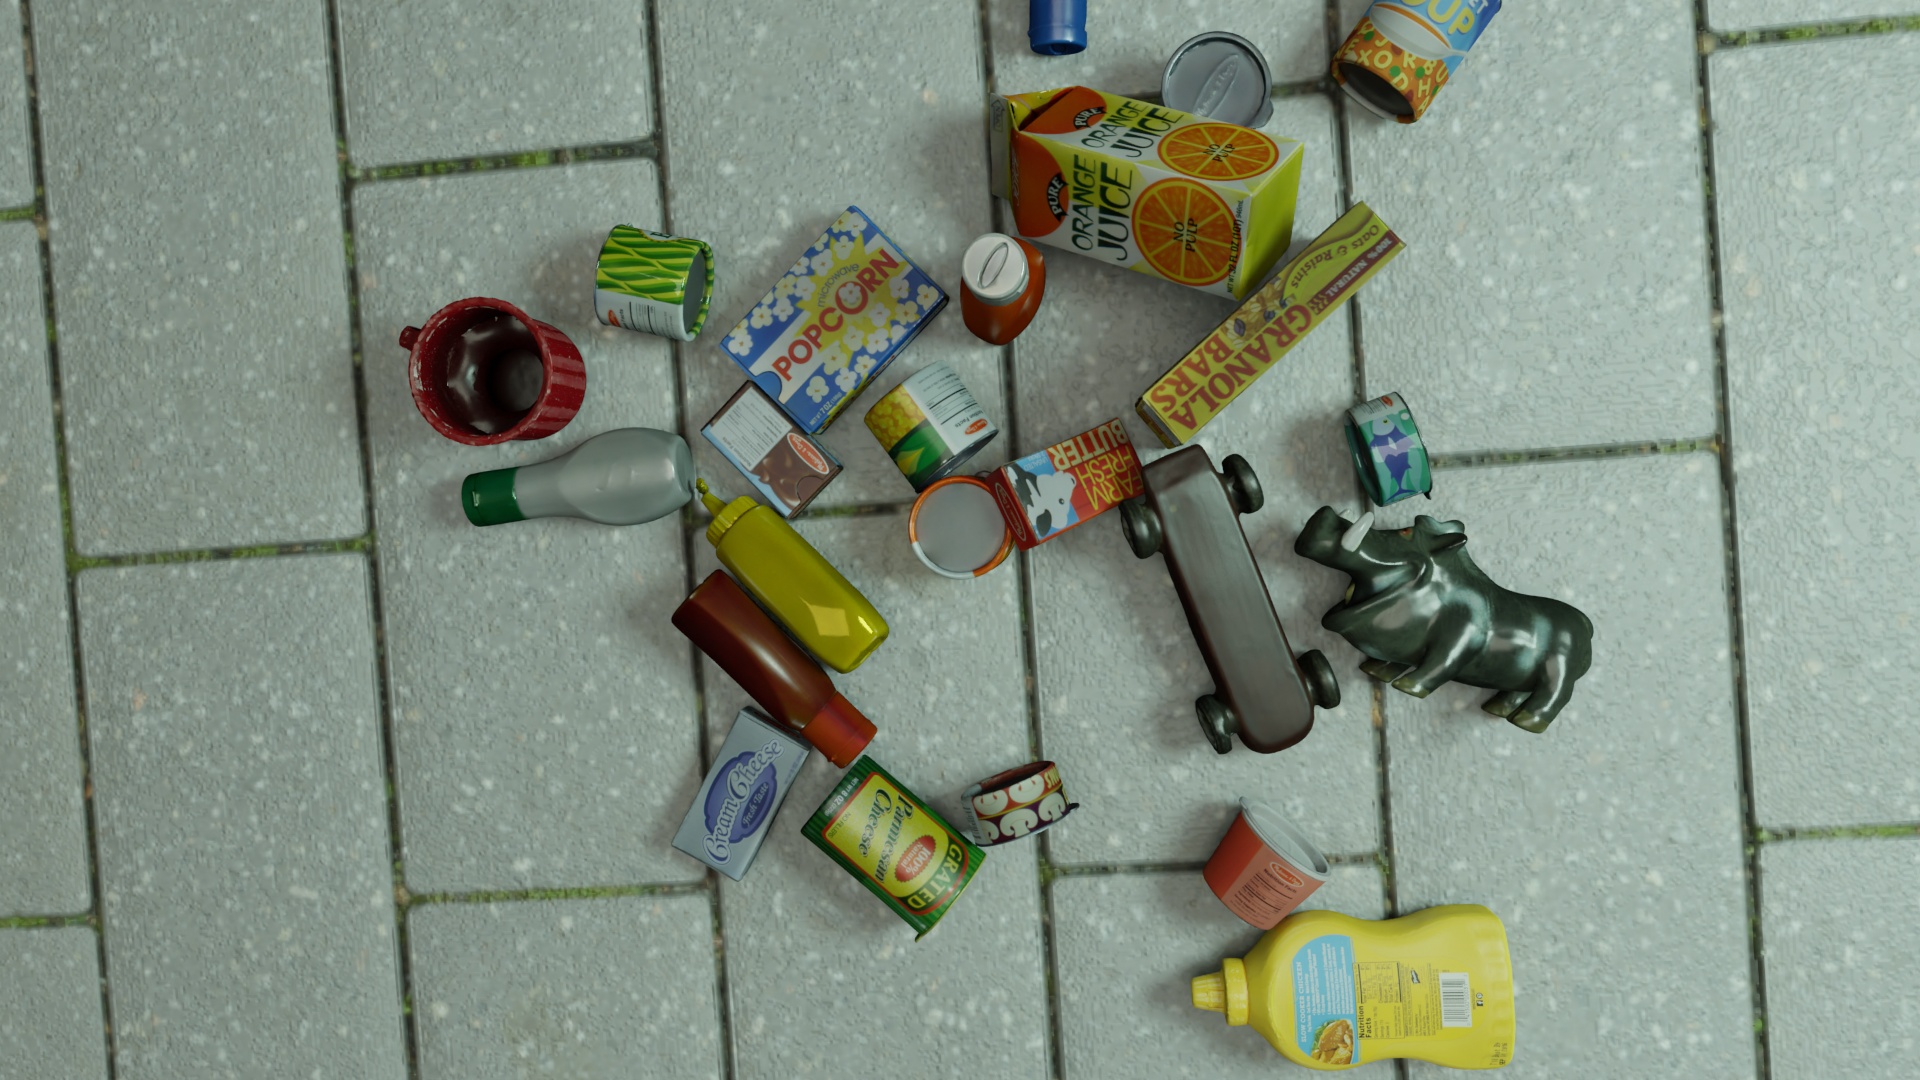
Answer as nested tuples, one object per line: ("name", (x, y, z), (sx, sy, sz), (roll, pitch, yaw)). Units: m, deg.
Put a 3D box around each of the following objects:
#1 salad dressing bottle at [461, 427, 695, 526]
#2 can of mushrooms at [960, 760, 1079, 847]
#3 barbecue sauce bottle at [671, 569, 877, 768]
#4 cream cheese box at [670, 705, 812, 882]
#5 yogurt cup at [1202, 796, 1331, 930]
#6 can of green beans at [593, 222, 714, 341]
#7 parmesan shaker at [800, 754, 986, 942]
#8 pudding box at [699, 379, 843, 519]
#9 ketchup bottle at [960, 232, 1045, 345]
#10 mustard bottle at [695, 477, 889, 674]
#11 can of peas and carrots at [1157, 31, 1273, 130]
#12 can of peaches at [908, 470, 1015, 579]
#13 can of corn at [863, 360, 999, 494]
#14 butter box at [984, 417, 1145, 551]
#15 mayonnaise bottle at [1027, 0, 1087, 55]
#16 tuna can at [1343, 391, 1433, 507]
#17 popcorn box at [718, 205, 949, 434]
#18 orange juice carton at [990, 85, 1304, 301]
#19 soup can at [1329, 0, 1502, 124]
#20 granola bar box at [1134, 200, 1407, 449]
("salad dressing bottle", (-0.252, -0.037, 0.917), (0.148, 0.044, 0.064), (-8, 91, 7))
("can of mushrooms", (0.037, 0.166, 0.883), (0.071, 0.071, 0.033), (-21, 89, 6))
("barbecue sauce bottle", (-0.119, 0.085, 0.900), (0.148, 0.064, 0.044), (44, 62, -3))
("cream cheese box", (-0.144, 0.168, 0.920), (0.053, 0.024, 0.103), (28, 94, 4))
("yogurt cup", (0.190, 0.206, 0.871), (0.072, 0.072, 0.054), (38, 103, 3))
("can of green beans", (-0.197, -0.166, 0.896), (0.058, 0.071, 0.071), (12, 93, 4))
("parmesan shaker", (-0.045, 0.196, 0.890), (0.103, 0.071, 0.071), (39, 95, 3))
("pudding box", (-0.123, -0.059, 0.910), (0.084, 0.030, 0.049), (44, 94, 3))
("ketchup bottle", (0.025, -0.154, 0.834), (0.043, 0.149, 0.064), (29, 95, 2))
("mustard bottle", (-0.117, 0.018, 0.897), (0.160, 0.065, 0.049), (43, 90, 9))
("can of peas and carrots", (0.159, -0.274, 0.864), (0.071, 0.059, 0.071), (0, 92, 5))
("can of peaches", (0.003, -0.011, 0.885), (0.071, 0.058, 0.071), (0, 92, 6))
("can of corn", (-0.020, -0.072, 0.884), (0.071, 0.071, 0.058), (-37, 88, 5))
("butter box", (0.069, -0.036, 0.867), (0.104, 0.024, 0.053), (-24, 88, -34))
("mayonnaise bottle", (0.062, -0.384, 0.871), (0.041, 0.065, 0.148), (0, 95, 8))
("tuna can", (0.264, -0.053, 0.856), (0.033, 0.071, 0.071), (-19, 90, 7))
("popcorn box", (-0.081, -0.142, 0.900), (0.085, 0.038, 0.126), (45, 95, 2))
("orange juice carton", (0.100, -0.216, 0.837), (0.193, 0.071, 0.073), (23, 49, 24))
("soup can", (0.277, -0.308, 0.846), (0.071, 0.071, 0.083), (36, 95, 3))
("granola bar box", (0.178, -0.125, 0.833), (0.165, 0.124, 0.039), (-42, 89, 5))
